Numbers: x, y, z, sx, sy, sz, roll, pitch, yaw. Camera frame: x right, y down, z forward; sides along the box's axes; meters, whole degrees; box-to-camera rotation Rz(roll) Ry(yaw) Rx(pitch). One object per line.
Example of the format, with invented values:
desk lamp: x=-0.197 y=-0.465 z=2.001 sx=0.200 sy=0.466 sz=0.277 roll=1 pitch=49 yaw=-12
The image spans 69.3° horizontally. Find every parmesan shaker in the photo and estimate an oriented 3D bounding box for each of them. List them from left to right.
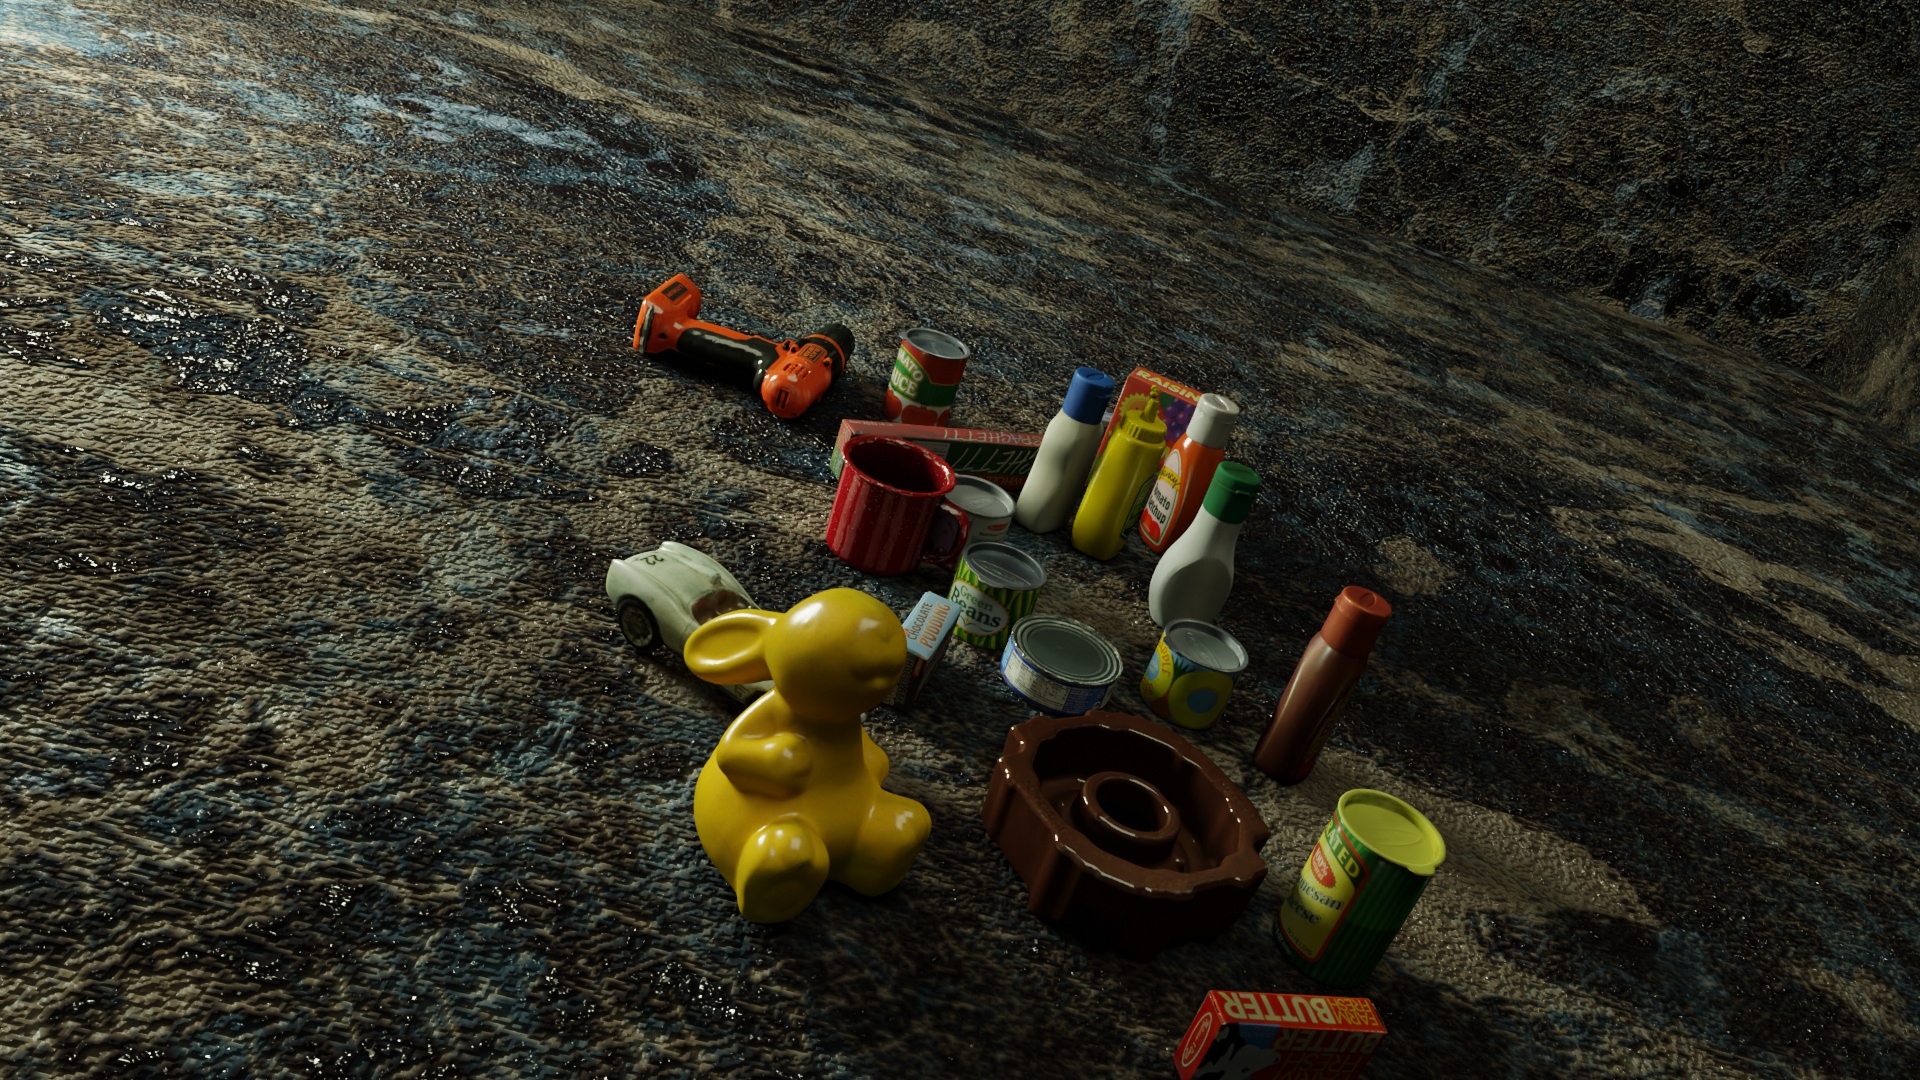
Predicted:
parmesan shaker: x=0.238 y=0.212 z=0.834 sx=0.071 sy=0.102 sz=0.071 roll=15 pitch=28 yaw=-8

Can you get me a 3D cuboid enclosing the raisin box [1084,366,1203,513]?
raisin box: x=0.182 y=-0.092 z=1.327 sx=0.086 sy=0.122 sz=0.040 roll=26 pitch=28 yaw=13

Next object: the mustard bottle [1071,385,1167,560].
mustard bottle: x=0.144 y=-0.061 z=1.206 sx=0.049 sy=0.159 sz=0.065 roll=27 pitch=28 yaw=14

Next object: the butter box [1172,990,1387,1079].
butter box: x=0.171 y=0.268 z=0.742 sx=0.103 sy=0.053 sz=0.024 roll=9 pitch=29 yaw=-19

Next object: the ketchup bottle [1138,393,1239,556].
ketchup bottle: x=0.208 y=-0.060 z=1.257 sx=0.043 sy=0.148 sz=0.065 roll=9 pitch=29 yaw=-20

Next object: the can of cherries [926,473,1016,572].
can of cherries: x=0.004 y=-0.014 z=1.142 sx=0.071 sy=0.058 sz=0.072 roll=15 pitch=28 yaw=-8

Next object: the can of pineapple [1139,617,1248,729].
can of pineapple: x=0.173 y=0.100 z=1.044 sx=0.071 sy=0.057 sz=0.071 roll=15 pitch=28 yaw=-8

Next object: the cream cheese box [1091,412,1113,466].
cream cheese box: x=0.148 y=-0.100 z=1.394 sx=0.104 sy=0.053 sz=0.024 roll=5 pitch=30 yaw=-25

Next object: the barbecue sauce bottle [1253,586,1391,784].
barbecue sauce bottle: x=0.260 y=0.102 z=0.997 sx=0.044 sy=0.147 sz=0.065 roll=30 pitch=29 yaw=20

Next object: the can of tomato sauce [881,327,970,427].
can of tomato sauce: x=-0.036 y=-0.155 z=1.345 sx=0.071 sy=0.082 sz=0.071 roll=15 pitch=28 yaw=-8

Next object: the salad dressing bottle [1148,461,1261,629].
salad dressing bottle: x=0.201 y=0.007 z=1.133 sx=0.064 sy=0.147 sz=0.044 roll=12 pitch=28 yaw=-14

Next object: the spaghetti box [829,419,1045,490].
spaghetti box: x=0.003 y=-0.074 z=1.259 sx=0.250 sy=0.050 sz=0.029 roll=2 pitch=32 yaw=-30

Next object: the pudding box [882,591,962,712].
pudding box: x=-0.030 y=0.076 z=0.966 sx=0.030 sy=0.049 sz=0.084 roll=23 pitch=28 yaw=7

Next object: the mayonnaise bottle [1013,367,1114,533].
mayonnaise bottle: x=0.094 y=-0.079 z=1.220 sx=0.041 sy=0.147 sz=0.065 roll=34 pitch=30 yaw=25

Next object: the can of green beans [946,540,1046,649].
can of green beans: x=0.025 y=0.042 z=1.055 sx=0.071 sy=0.057 sz=0.071 roll=15 pitch=28 yaw=-8
